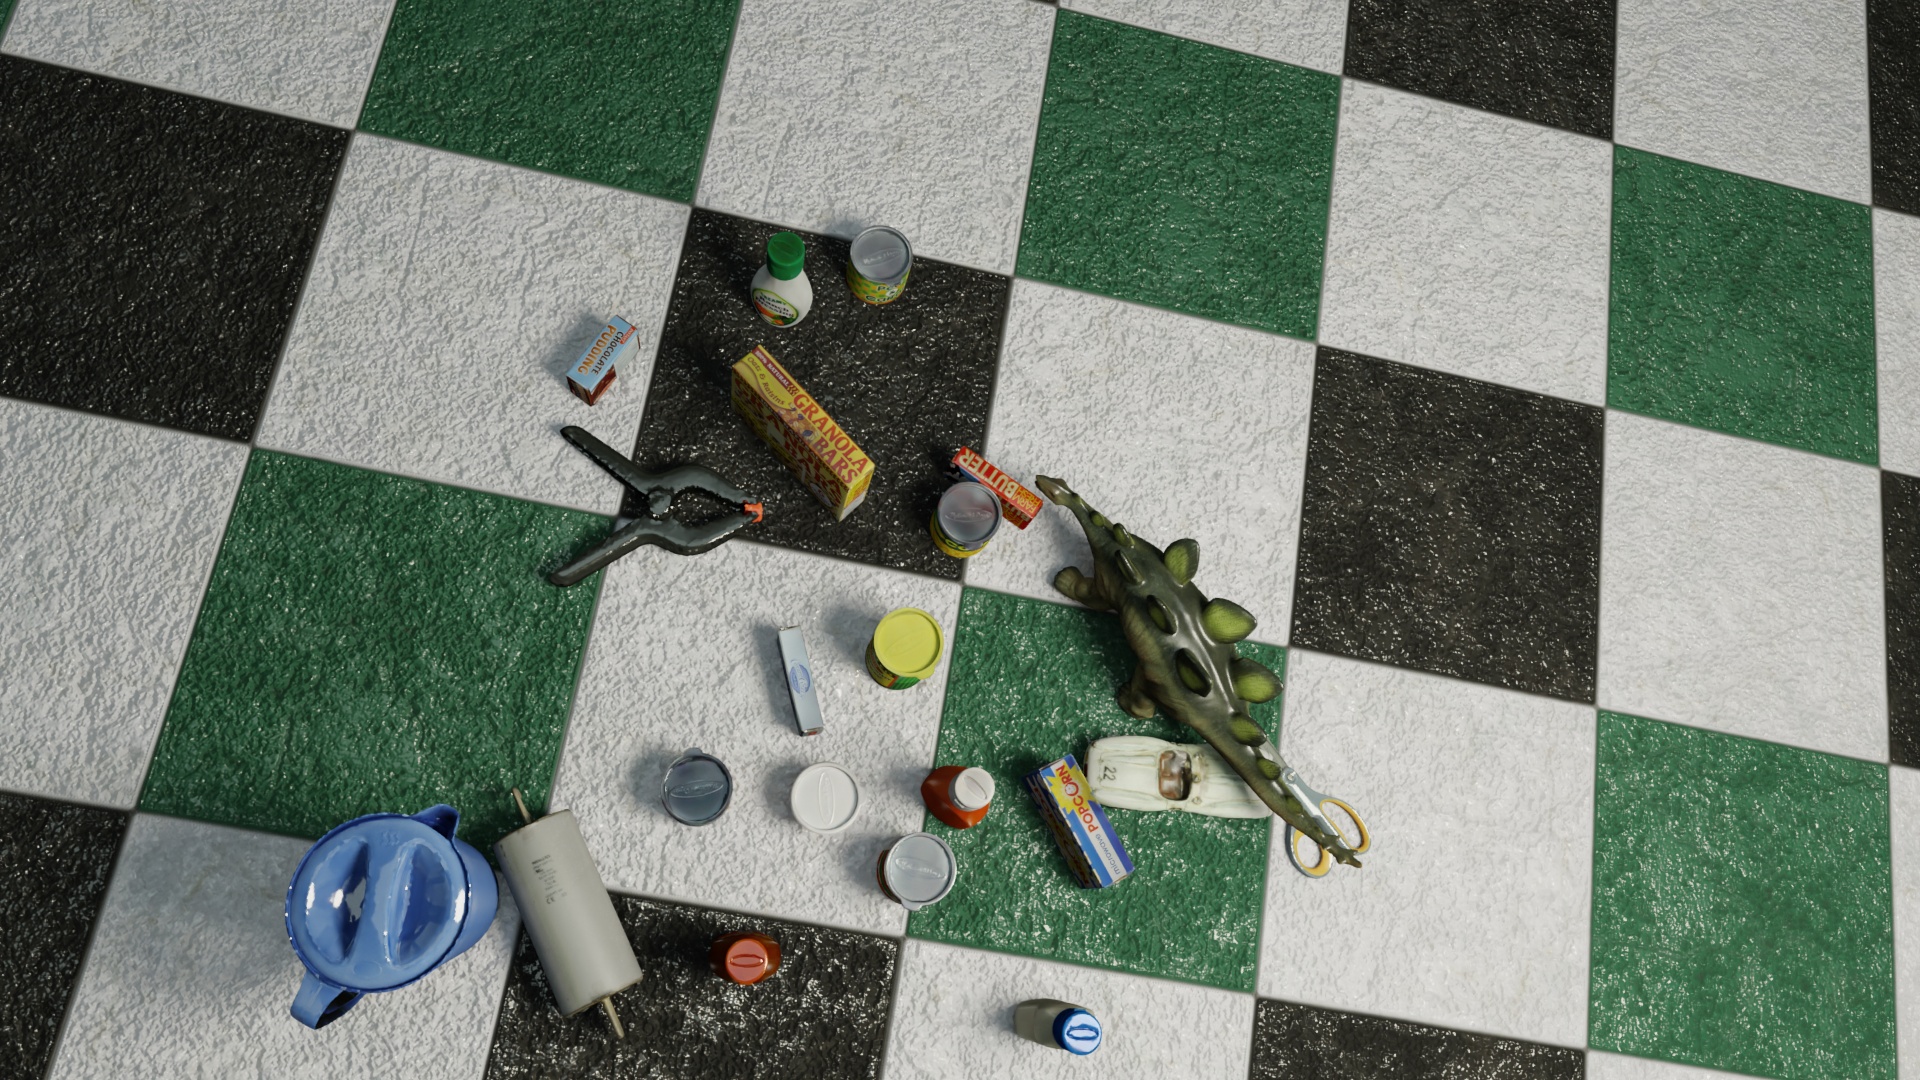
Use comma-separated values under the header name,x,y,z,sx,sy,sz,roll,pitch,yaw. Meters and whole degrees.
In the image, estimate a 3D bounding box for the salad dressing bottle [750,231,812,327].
name,x,y,z,sx,sy,sz,roll,pitch,yaw
salad dressing bottle,-0.180,-0.264,1.405,0.064,0.147,0.044,27,73,-2

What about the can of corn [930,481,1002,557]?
name,x,y,z,sx,sy,sz,roll,pitch,yaw
can of corn,0.005,-0.018,1.417,0.071,0.058,0.071,2,75,-9

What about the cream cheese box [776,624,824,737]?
name,x,y,z,sx,sy,sz,roll,pitch,yaw
cream cheese box,-0.156,0.138,1.350,0.024,0.053,0.104,-12,78,-12

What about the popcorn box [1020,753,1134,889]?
name,x,y,z,sx,sy,sz,roll,pitch,yaw
popcorn box,0.112,0.273,1.343,0.038,0.085,0.127,-27,81,-15

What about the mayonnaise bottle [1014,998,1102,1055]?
name,x,y,z,sx,sy,sz,roll,pitch,yaw
mayonnaise bottle,0.092,0.441,1.261,0.065,0.147,0.041,4,75,-8

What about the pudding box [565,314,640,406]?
name,x,y,z,sx,sy,sz,roll,pitch,yaw
pudding box,-0.360,-0.181,1.403,0.030,0.049,0.084,34,73,0

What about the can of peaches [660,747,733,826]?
name,x,y,z,sx,sy,sz,roll,pitch,yaw
can of peaches,-0.248,0.233,1.307,0.071,0.058,0.071,2,75,-9

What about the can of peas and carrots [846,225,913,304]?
name,x,y,z,sx,sy,sz,roll,pitch,yaw
can of peas and carrots,-0.085,-0.290,1.474,0.071,0.058,0.071,2,75,-9

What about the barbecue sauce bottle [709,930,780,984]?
name,x,y,z,sx,sy,sz,roll,pitch,yaw
barbecue sauce bottle,-0.191,0.371,1.232,0.065,0.148,0.044,3,75,-9

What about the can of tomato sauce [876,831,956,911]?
name,x,y,z,sx,sy,sz,roll,pitch,yaw
can of tomato sauce,-0.043,0.312,1.307,0.071,0.083,0.071,2,75,-9

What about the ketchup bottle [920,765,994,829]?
name,x,y,z,sx,sy,sz,roll,pitch,yaw
ketchup bottle,0.001,0.238,1.300,0.065,0.148,0.044,44,73,3

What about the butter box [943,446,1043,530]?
name,x,y,z,sx,sy,sz,roll,pitch,yaw
butter box,0.034,-0.054,1.434,0.103,0.053,0.024,35,73,1

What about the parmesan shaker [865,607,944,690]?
name,x,y,z,sx,sy,sz,roll,pitch,yaw
parmesan shaker,-0.055,0.110,1.349,0.071,0.102,0.071,2,75,-9

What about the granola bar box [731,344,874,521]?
name,x,y,z,sx,sy,sz,roll,pitch,yaw
granola bar box,-0.158,-0.104,1.378,0.039,0.124,0.165,-42,86,-17

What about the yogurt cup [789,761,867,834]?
name,x,y,z,sx,sy,sz,roll,pitch,yaw
yogurt cup,-0.130,0.247,1.325,0.072,0.053,0.072,2,75,-9
